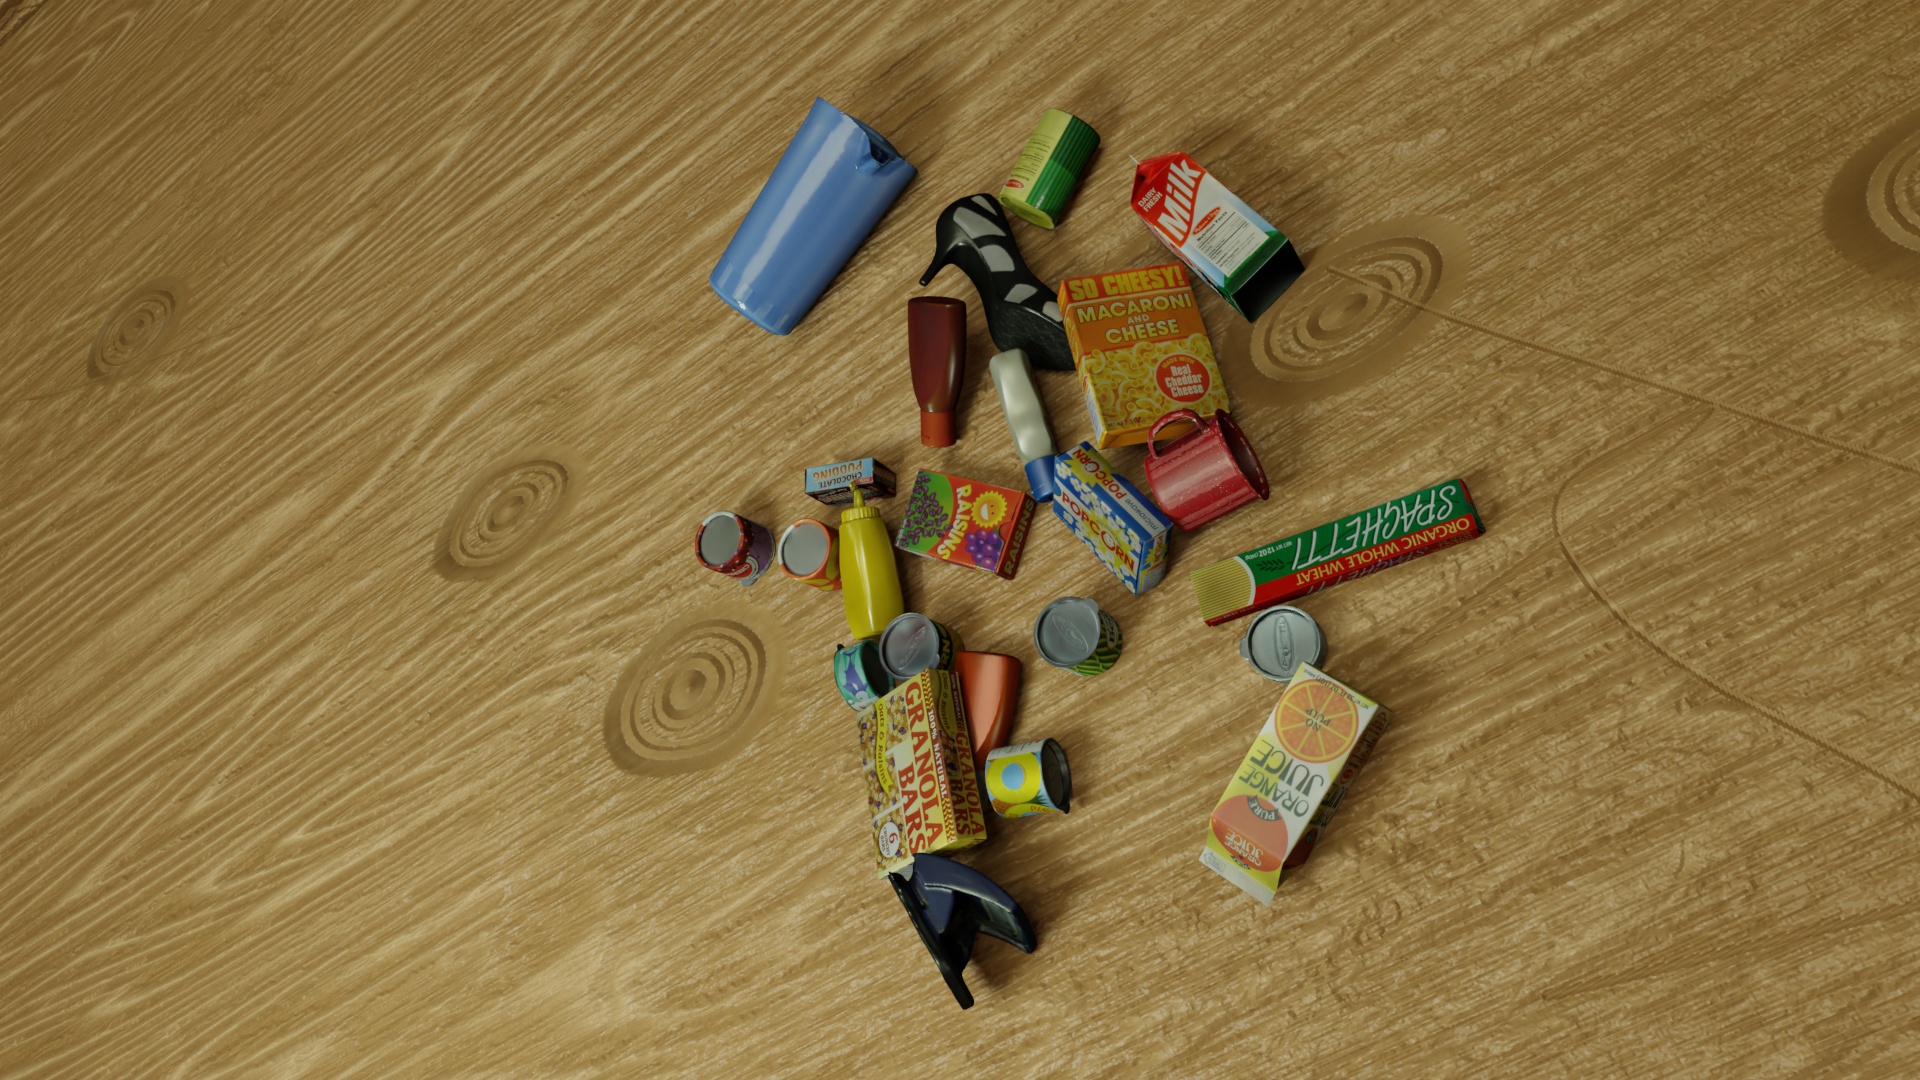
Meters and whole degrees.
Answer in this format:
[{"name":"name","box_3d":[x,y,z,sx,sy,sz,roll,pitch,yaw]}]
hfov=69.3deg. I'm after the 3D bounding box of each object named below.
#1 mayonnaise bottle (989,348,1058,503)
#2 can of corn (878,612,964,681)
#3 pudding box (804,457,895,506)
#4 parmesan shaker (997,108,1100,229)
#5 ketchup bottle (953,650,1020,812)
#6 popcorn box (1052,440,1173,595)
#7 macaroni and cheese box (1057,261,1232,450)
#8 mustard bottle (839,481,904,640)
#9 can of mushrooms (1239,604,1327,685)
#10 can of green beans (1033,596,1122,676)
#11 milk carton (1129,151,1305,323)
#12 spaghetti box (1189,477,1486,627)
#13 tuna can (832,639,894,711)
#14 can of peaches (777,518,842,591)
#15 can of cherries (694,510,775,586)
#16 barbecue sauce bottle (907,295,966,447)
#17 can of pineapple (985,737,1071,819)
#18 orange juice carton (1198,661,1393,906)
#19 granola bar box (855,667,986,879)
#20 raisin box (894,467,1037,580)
[{"name":"mayonnaise bottle","box_3d":[0.069,-0.111,1.361,0.041,0.064,0.148,-19,78,5]},{"name":"can of corn","box_3d":[-0.035,0.110,1.353,0.071,0.058,0.071,-8,72,26]},{"name":"pudding box","box_3d":[-0.115,-0.061,1.449,0.083,0.049,0.030,-7,71,25]},{"name":"parmesan shaker","box_3d":[0.093,-0.380,1.422,0.071,0.071,0.103,29,90,31]},{"name":"ketchup bottle","box_3d":[0.017,0.180,1.314,0.064,0.043,0.149,1,76,34]},{"name":"popcorn box","box_3d":[0.139,-0.021,1.282,0.038,0.084,0.127,-31,59,-19]},{"name":"macaroni and cheese box","box_3d":[0.170,-0.175,1.307,0.124,0.040,0.167,-10,67,-9]},{"name":"mustard bottle","box_3d":[-0.093,0.017,1.397,0.065,0.049,0.160,-23,73,58]},{"name":"can of mushrooms","box_3d":[0.281,0.091,1.207,0.071,0.033,0.071,-7,73,26]},{"name":"can of green beans","box_3d":[0.109,0.089,1.284,0.071,0.058,0.071,-8,72,26]},{"name":"milk carton","box_3d":[0.231,-0.301,1.325,0.073,0.072,0.191,-45,61,9]},{"name":"spaghetti box","box_3d":[0.324,0.012,1.211,0.249,0.028,0.050,-21,68,21]},{"name":"tuna can","box_3d":[-0.096,0.131,1.374,0.033,0.071,0.071,-22,67,20]},{"name":"can of peaches","box_3d":[-0.145,0.015,1.438,0.071,0.058,0.071,-8,72,26]},{"name":"can of cherries","box_3d":[-0.242,0.008,1.491,0.071,0.058,0.071,-8,72,26]},{"name":"barbecue sauce bottle","box_3d":[-0.023,-0.169,1.400,0.065,0.044,0.148,17,115,43]},{"name":"can of pineapple","box_3d":[0.062,0.219,1.266,0.058,0.071,0.071,-15,69,24]},{"name":"orange juice carton","box_3d":[0.275,0.203,1.155,0.072,0.073,0.192,31,92,31]},{"name":"granola bar box","box_3d":[-0.039,0.220,1.301,0.123,0.039,0.166,-37,53,41]},{"name":"raisin box","box_3d":[0.005,-0.017,1.380,0.123,0.040,0.086,15,82,29]}]
